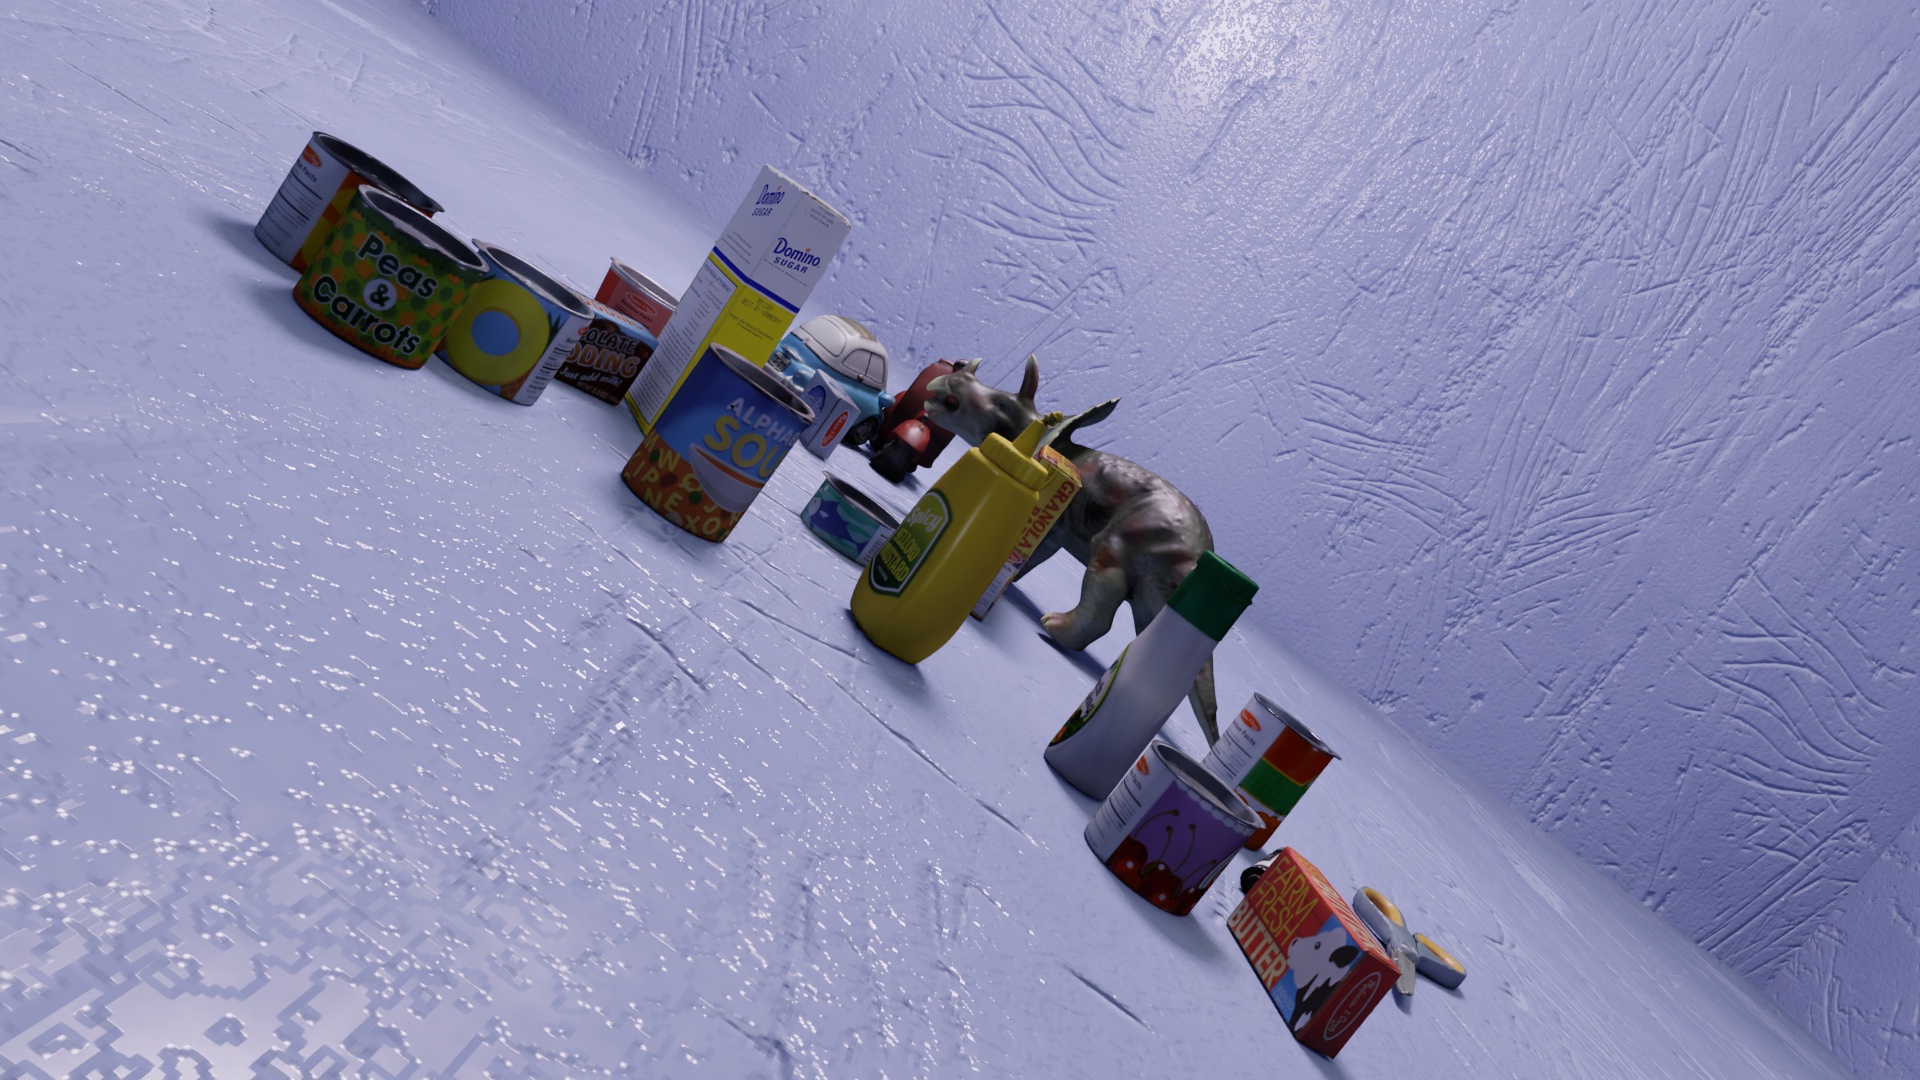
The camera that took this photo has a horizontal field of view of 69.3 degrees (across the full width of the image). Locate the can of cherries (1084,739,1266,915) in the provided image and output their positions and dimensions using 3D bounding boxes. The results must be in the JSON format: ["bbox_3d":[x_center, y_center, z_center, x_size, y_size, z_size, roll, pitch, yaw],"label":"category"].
[{"bbox_3d":[0.106,0.143,0.686,0.071,0.058,0.071,36,8,-5],"label":"can of cherries"}]

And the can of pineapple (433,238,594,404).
[{"bbox_3d":[-0.235,-0.113,0.720,0.071,0.058,0.071,36,8,-5],"label":"can of pineapple"}]

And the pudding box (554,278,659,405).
[{"bbox_3d":[-0.227,-0.120,0.824,0.030,0.049,0.083,42,10,38],"label":"pudding box"}]

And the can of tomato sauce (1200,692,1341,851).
[{"bbox_3d":[0.199,0.155,0.925,0.071,0.083,0.071,36,8,-5],"label":"can of tomato sauce"}]

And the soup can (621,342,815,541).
[{"bbox_3d":[-0.125,-0.049,0.726,0.071,0.083,0.071,36,8,-5],"label":"soup can"}]

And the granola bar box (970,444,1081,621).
[{"bbox_3d":[0.041,-0.011,1.068,0.039,0.124,0.166,36,8,-1],"label":"granola bar box"}]

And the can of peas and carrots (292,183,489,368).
[{"bbox_3d":[-0.263,-0.121,0.643,0.071,0.058,0.071,36,8,-5],"label":"can of peas and carrots"}]

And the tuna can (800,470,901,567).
[{"bbox_3d":[-0.073,-0.013,0.926,0.071,0.033,0.071,36,8,-5],"label":"tuna can"}]

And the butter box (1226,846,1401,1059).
[{"bbox_3d":[0.166,0.194,0.666,0.024,0.053,0.104,34,8,-15],"label":"butter box"}]

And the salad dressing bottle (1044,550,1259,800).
[{"bbox_3d":[0.107,0.074,0.769,0.044,0.147,0.064,37,7,5],"label":"salad dressing bottle"}]

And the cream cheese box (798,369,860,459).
[{"bbox_3d":[-0.121,-0.111,1.214,0.024,0.053,0.104,33,8,-25],"label":"cream cheese box"}]

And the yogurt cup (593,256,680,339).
[{"bbox_3d":[-0.239,-0.164,1.015,0.072,0.054,0.072,36,8,-5],"label":"yogurt cup"}]

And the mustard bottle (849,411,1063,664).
[{"bbox_3d":[0.003,-0.010,0.763,0.049,0.160,0.065,32,9,-33],"label":"mustard bottle"}]

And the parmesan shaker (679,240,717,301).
[{"bbox_3d":[-0.196,-0.179,1.108,0.071,0.103,0.071,36,7,-5],"label":"parmesan shaker"}]

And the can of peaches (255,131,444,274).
[{"bbox_3d":[-0.305,-0.160,0.696,0.071,0.058,0.071,36,8,-5],"label":"can of peaches"}]
